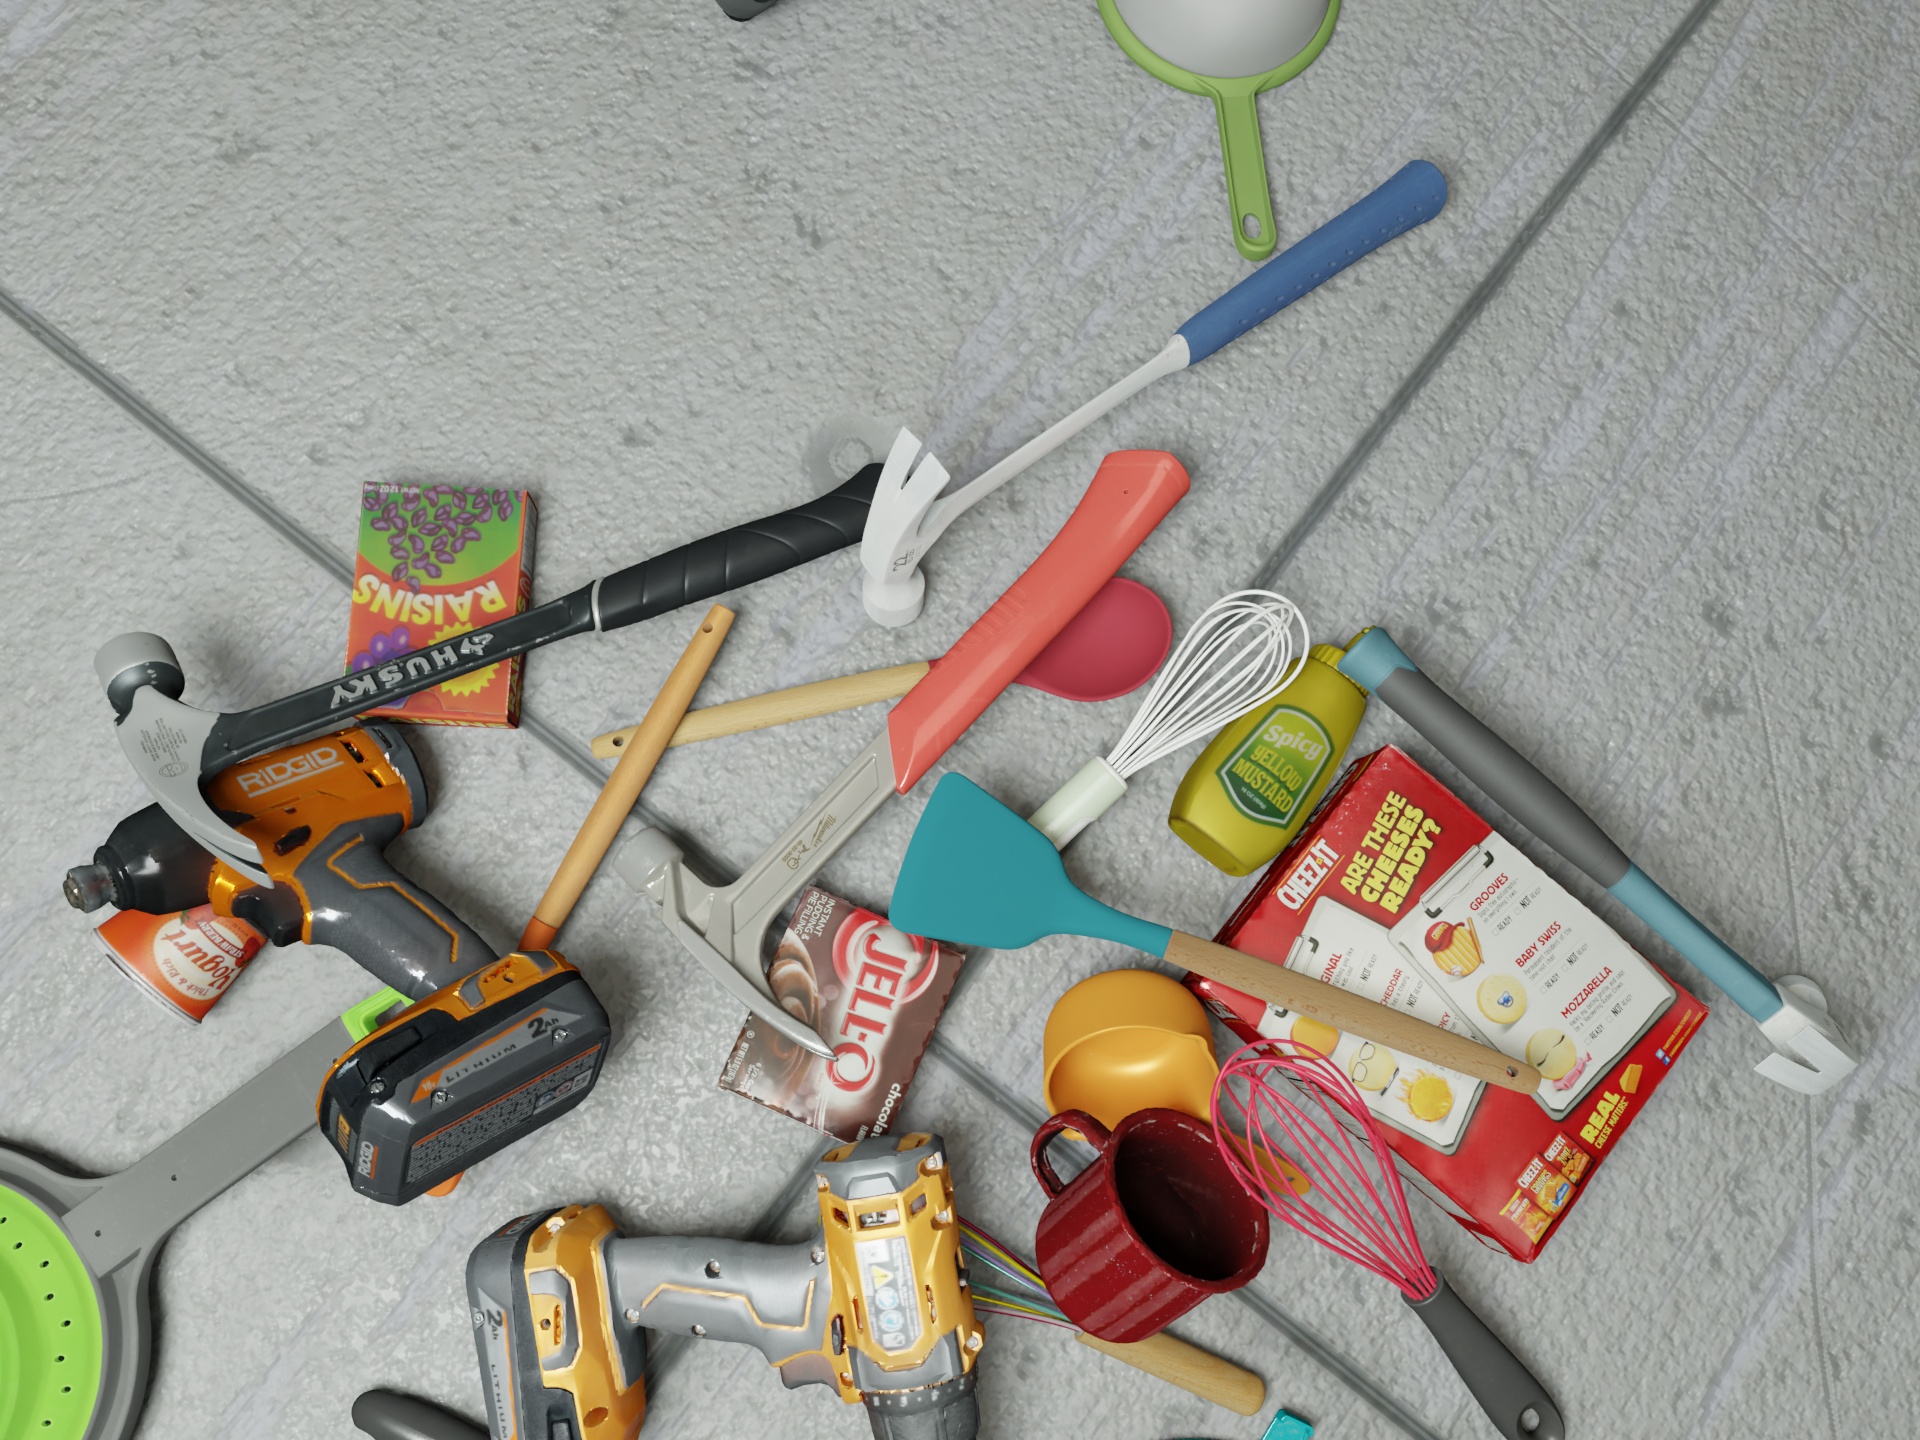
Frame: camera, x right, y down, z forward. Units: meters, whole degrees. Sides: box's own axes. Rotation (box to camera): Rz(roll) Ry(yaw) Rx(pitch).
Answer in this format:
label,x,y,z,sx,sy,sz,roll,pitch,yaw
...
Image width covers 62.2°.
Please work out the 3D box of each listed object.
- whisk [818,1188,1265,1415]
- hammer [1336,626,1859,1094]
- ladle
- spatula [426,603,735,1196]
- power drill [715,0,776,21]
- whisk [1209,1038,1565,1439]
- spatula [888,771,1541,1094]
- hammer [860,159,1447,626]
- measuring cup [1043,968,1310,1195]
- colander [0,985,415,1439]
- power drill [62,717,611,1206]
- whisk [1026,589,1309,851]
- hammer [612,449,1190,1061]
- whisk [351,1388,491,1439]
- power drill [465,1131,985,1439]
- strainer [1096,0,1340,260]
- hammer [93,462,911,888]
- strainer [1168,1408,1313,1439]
label,x,y,z,sx,sy,sz,roll,pitch,yaw
whisk,0.041,0.294,0.799,0.245,0.051,0.047,26,83,-5
hammer,0.326,0.069,0.818,0.331,0.128,0.033,41,111,2
ladle,-0.041,-0.018,0.853,0.315,0.031,0.069,-12,77,-5
spatula,-0.201,0.080,0.806,0.081,0.041,0.322,26,83,19
power drill,-0.051,-0.471,0.882,0.219,0.143,0.078,-35,89,-16
whisk,0.215,0.264,0.779,0.073,0.073,0.295,-42,106,-10
spatula,0.125,0.117,0.766,0.317,0.044,0.082,19,76,8
hammer,0.112,-0.196,0.858,0.405,0.144,0.035,-36,75,-17
measuring cup,0.116,0.189,0.818,0.173,0.052,0.095,35,118,-24
colander,-0.421,0.248,0.722,0.397,0.094,0.204,-36,82,-5
power drill,-0.285,0.104,0.727,0.164,0.084,0.227,-24,60,-42
whisk,0.086,0.023,0.836,0.246,0.057,0.059,-43,74,0
hammer,-0.001,-0.003,0.816,0.149,0.036,0.359,41,77,12
whisk,-0.185,0.379,0.763,0.239,0.055,0.055,24,79,5
power drill,-0.100,0.301,0.741,0.226,0.084,0.185,-11,87,6
strainer,0.161,-0.396,0.916,0.151,0.069,0.256,-4,79,-6
hammer,-0.194,-0.048,0.787,0.409,0.036,0.149,-23,56,-24
strainer,0.059,0.480,0.738,0.340,0.095,0.211,-18,82,-9
